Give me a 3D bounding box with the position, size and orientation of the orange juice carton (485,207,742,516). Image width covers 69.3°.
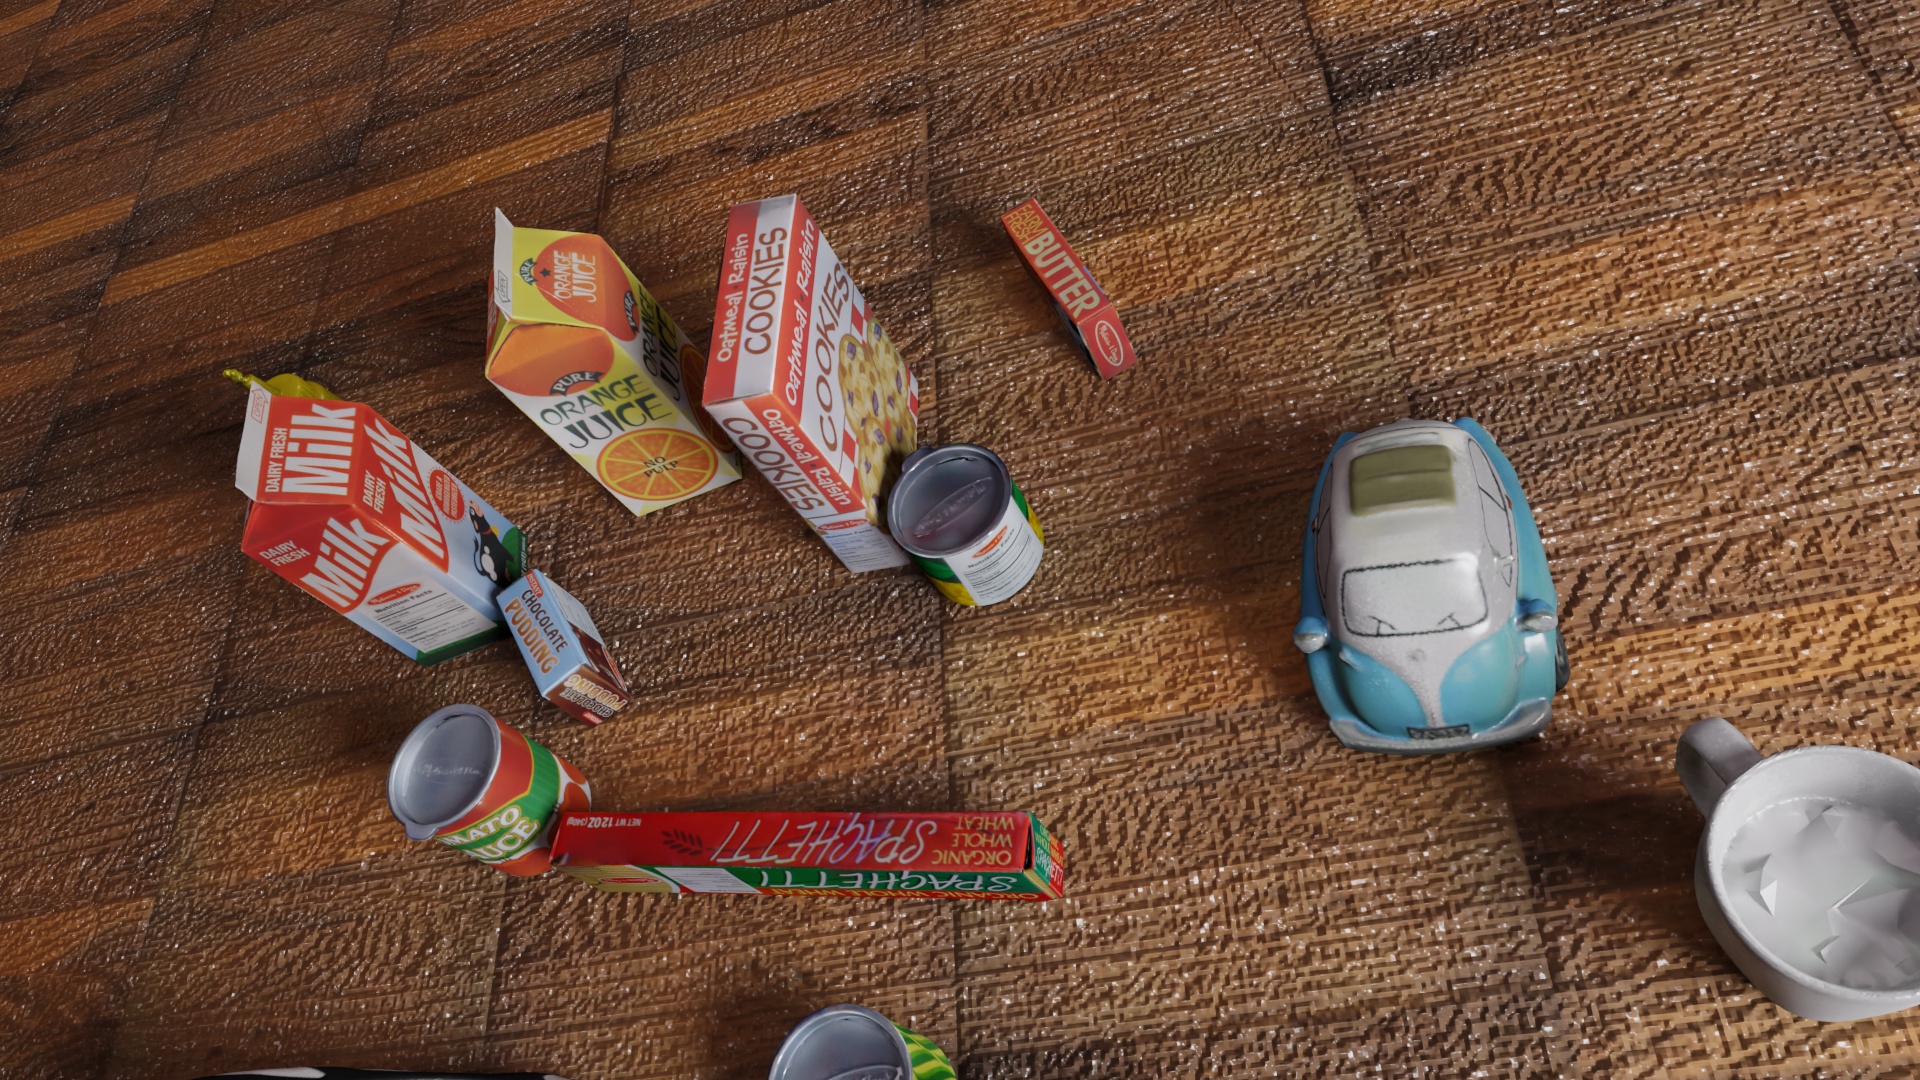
[{"bbox_3d":[-0.200,-0.098,0.771,0.073,0.192,0.072,-20,55,12],"label":"orange juice carton"}]

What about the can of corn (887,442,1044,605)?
[{"bbox_3d":[0.003,-0.009,0.714,0.071,0.058,0.071,-11,58,17],"label":"can of corn"}]

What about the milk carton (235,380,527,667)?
[{"bbox_3d":[-0.327,-0.009,0.772,0.073,0.190,0.072,-20,55,11],"label":"milk carton"}]

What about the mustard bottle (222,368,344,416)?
[{"bbox_3d":[-0.380,-0.057,0.843,0.049,0.159,0.065,-39,54,-2],"label":"mustard bottle"}]

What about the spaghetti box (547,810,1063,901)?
[{"bbox_3d":[-0.075,0.149,0.657,0.250,0.050,0.029,-4,60,21],"label":"spaghetti box"}]

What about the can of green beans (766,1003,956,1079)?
[{"bbox_3d":[-0.040,0.235,0.586,0.071,0.057,0.071,-11,58,17],"label":"can of green beans"}]

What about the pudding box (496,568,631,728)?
[{"bbox_3d":[-0.221,0.059,0.773,0.030,0.049,0.084,-38,54,-2],"label":"pudding box"}]

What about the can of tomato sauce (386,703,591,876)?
[{"bbox_3d":[-0.241,0.132,0.717,0.071,0.083,0.071,-11,58,17],"label":"can of tomato sauce"}]

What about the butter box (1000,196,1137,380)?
[{"bbox_3d":[0.059,-0.141,0.773,0.024,0.053,0.104,-31,54,3],"label":"butter box"}]

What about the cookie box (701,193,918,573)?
[{"bbox_3d":[-0.072,-0.076,0.719,0.040,0.167,0.123,-10,58,18],"label":"cookie box"}]
